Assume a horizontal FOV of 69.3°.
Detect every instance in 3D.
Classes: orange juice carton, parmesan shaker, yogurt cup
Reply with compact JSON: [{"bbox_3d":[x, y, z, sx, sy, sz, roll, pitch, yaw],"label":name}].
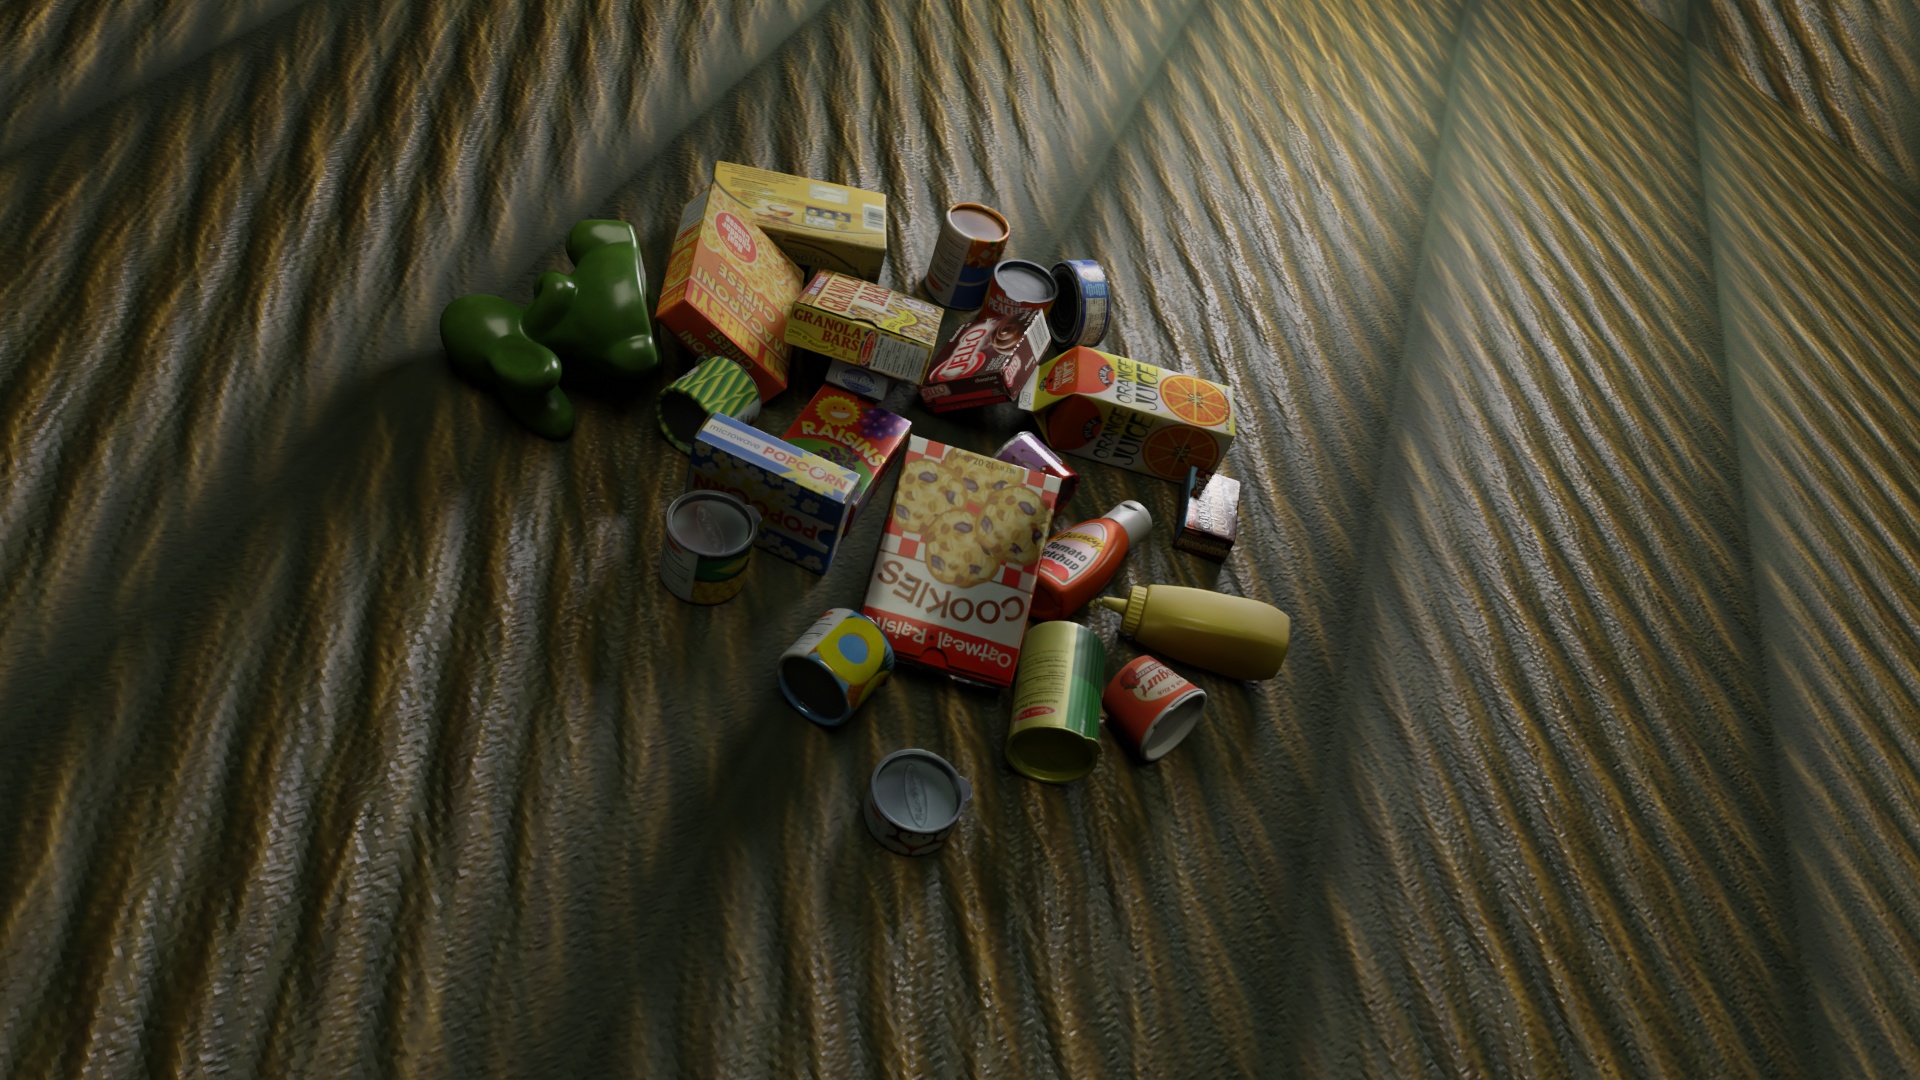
[{"bbox_3d":[0.147,-0.118,1.270,0.193,0.072,0.072,15,45,-6],"label":"orange juice carton"},{"bbox_3d":[0.074,0.118,1.023,0.071,0.071,0.103,17,44,-5],"label":"parmesan shaker"},{"bbox_3d":[0.144,0.124,1.049,0.073,0.072,0.054,-23,52,-35],"label":"yogurt cup"}]

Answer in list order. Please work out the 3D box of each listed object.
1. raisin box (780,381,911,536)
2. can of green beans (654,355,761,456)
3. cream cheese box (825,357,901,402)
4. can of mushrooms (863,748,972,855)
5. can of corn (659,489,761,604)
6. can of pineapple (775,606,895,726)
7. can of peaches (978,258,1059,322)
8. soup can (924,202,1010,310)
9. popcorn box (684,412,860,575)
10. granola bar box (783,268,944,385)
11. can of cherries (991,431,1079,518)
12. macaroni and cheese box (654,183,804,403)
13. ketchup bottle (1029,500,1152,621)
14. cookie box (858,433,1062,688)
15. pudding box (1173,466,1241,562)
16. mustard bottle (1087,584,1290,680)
[{"bbox_3d":[-0.104,-0.070,1.156,0.086,0.039,0.124,25,44,5],"label":"raisin box"},{"bbox_3d":[-0.206,-0.109,1.136,0.071,0.071,0.058,33,46,12],"label":"can of green beans"},{"bbox_3d":[-0.080,-0.152,1.226,0.053,0.024,0.104,21,20,2],"label":"cream cheese box"},{"bbox_3d":[-0.030,0.180,0.952,0.071,0.033,0.071,10,45,-10],"label":"can of mushrooms"},{"bbox_3d":[-0.187,0.005,1.040,0.071,0.058,0.071,10,45,-11],"label":"can of corn"},{"bbox_3d":[-0.088,0.091,0.991,0.071,0.070,0.058,34,46,12],"label":"can of pineapple"},{"bbox_3d":[0.055,-0.230,1.353,0.071,0.057,0.071,11,46,-11],"label":"can of peaches"},{"bbox_3d":[0.009,-0.280,1.365,0.071,0.083,0.072,11,45,-11],"label":"soup can"},{"bbox_3d":[-0.148,-0.036,1.075,0.127,0.084,0.038,24,44,3],"label":"popcorn box"},{"bbox_3d":[-0.082,-0.194,1.235,0.124,0.039,0.166,18,20,-4],"label":"granola bar box"},{"bbox_3d":[0.060,-0.051,1.178,0.058,0.071,0.072,43,49,20],"label":"can of cherries"},{"bbox_3d":[-0.198,-0.214,1.214,0.123,0.040,0.167,42,34,-35],"label":"macaroni and cheese box"},{"bbox_3d":[0.103,0.013,1.149,0.065,0.043,0.149,23,40,33],"label":"ketchup bottle"},{"bbox_3d":[-0.003,0.017,1.057,0.123,0.040,0.168,16,75,-5],"label":"cookie box"},{"bbox_3d":[0.220,-0.024,1.239,0.050,0.030,0.084,19,44,-1],"label":"pudding box"},{"bbox_3d":[0.182,0.066,1.118,0.160,0.065,0.049,16,47,3],"label":"mustard bottle"}]
